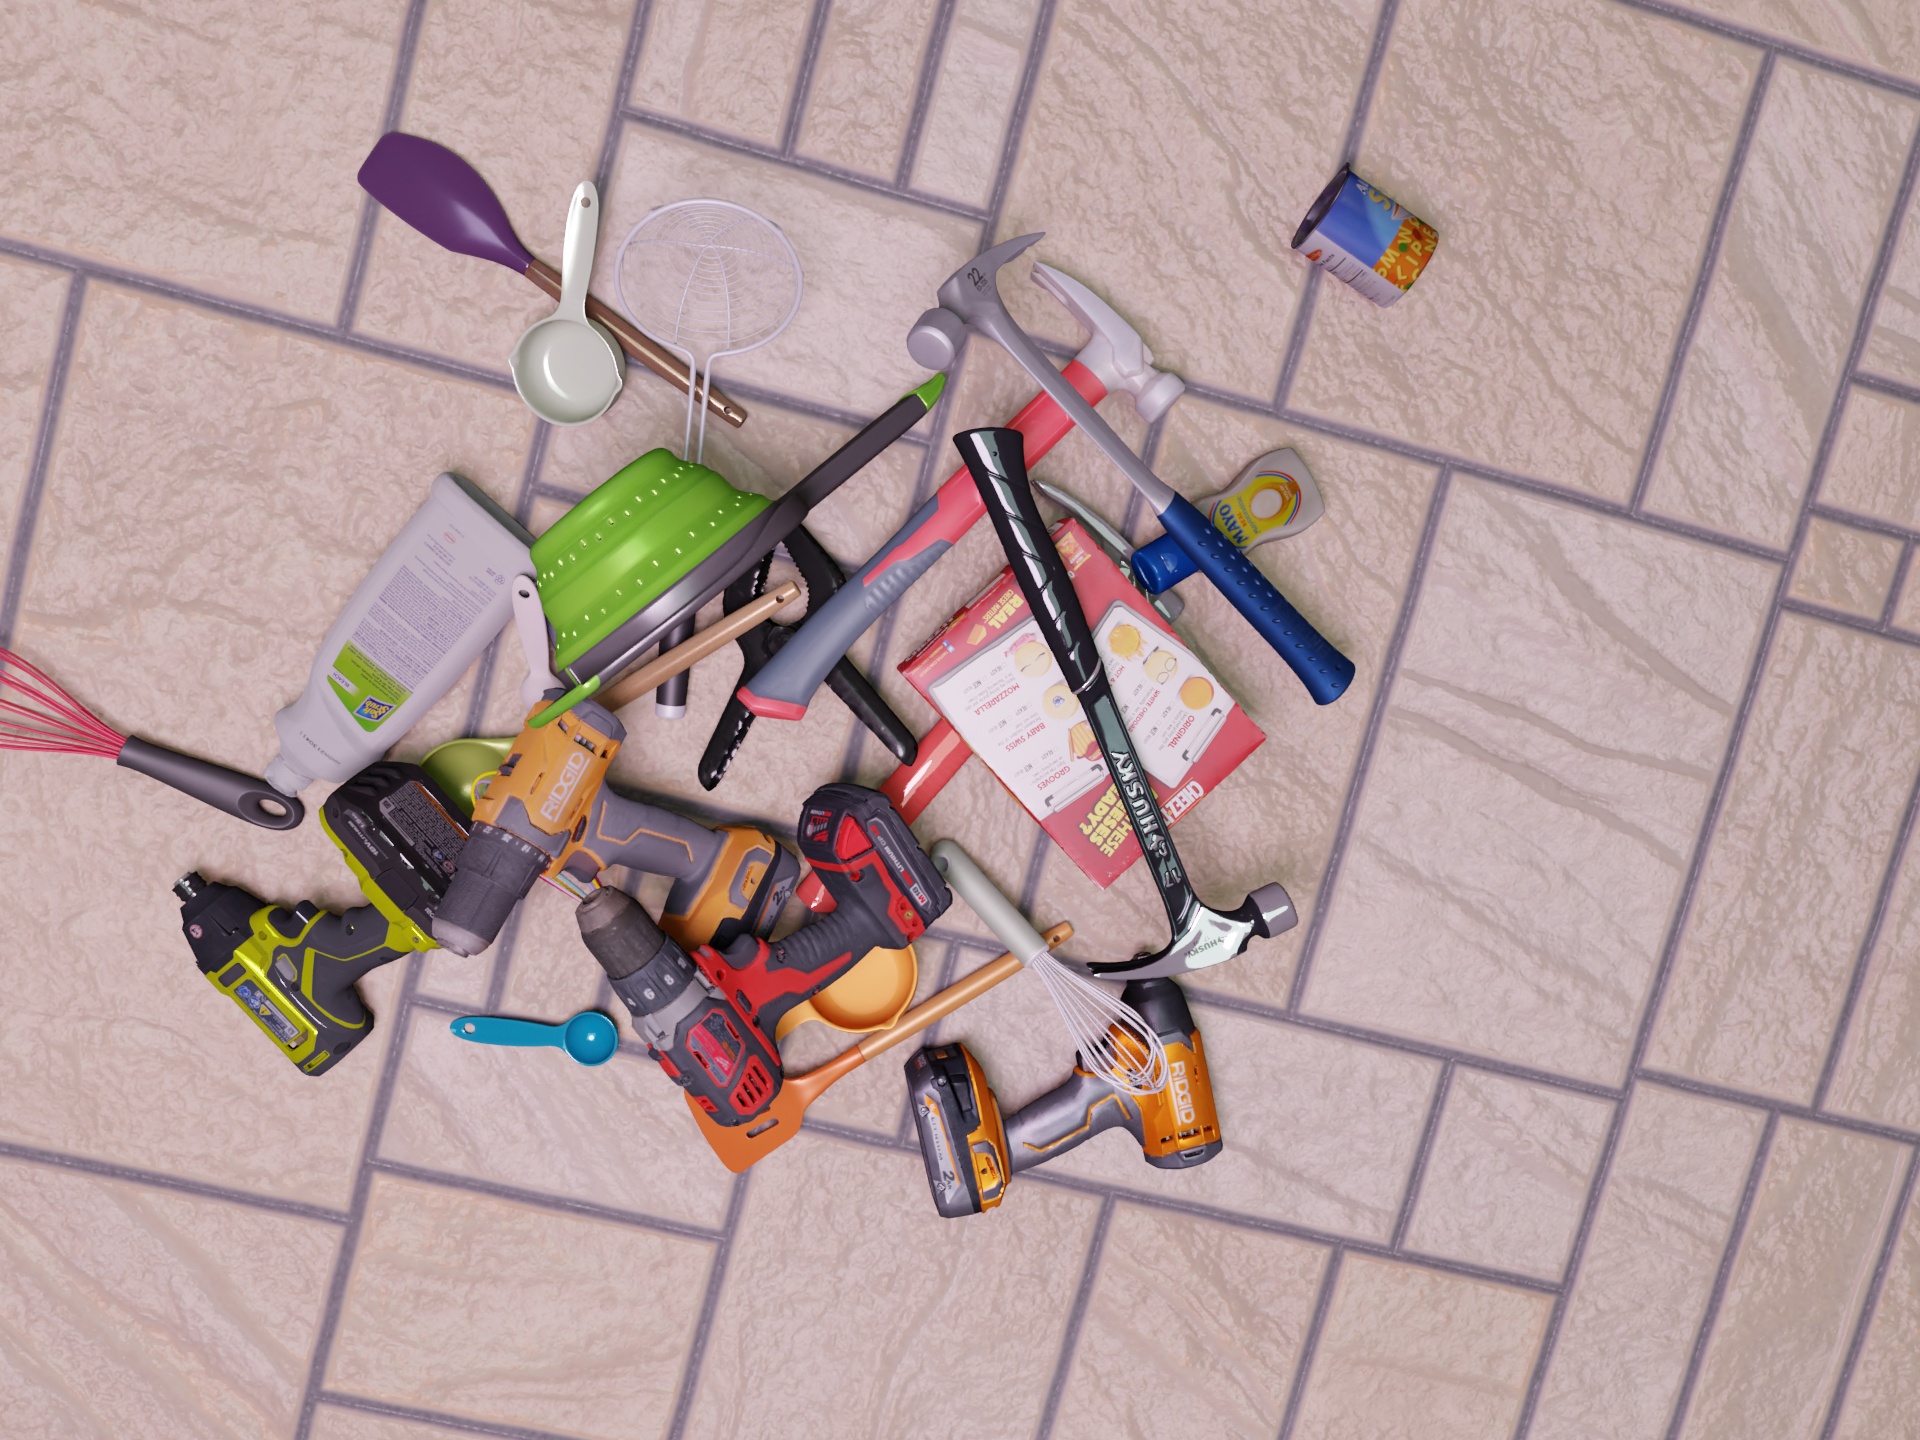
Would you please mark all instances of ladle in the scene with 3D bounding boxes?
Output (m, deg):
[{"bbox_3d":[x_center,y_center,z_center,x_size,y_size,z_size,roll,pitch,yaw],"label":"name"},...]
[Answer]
[{"bbox_3d":[-0.251,-0.010,1.128,0.320,0.062,0.078,-30,106,8],"label":"ladle"}]

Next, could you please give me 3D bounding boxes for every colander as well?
[{"bbox_3d":[-0.154,-0.154,1.050,0.094,0.204,0.397,52,56,-11],"label":"colander"}]

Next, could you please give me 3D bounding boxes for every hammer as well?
[{"bbox_3d":[-0.023,-0.154,1.133,0.143,0.038,0.386,45,84,3],"label":"hammer"},{"bbox_3d":[-0.002,-0.004,1.187,0.149,0.037,0.359,41,91,-8],"label":"hammer"},{"bbox_3d":[0.137,-0.162,1.096,0.405,0.035,0.144,43,53,-19],"label":"hammer"},{"bbox_3d":[0.089,-0.010,1.088,0.149,0.036,0.409,-24,98,-3],"label":"hammer"}]

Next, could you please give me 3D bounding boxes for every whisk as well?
[{"bbox_3d":[-0.610,0.014,1.123,0.295,0.073,0.073,24,94,-14],"label":"whisk"},{"bbox_3d":[0.062,0.179,1.171,0.246,0.059,0.057,47,127,17],"label":"whisk"},{"bbox_3d":[-0.262,0.125,1.143,0.047,0.051,0.244,-39,117,-4],"label":"whisk"}]

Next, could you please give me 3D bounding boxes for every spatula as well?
[{"bbox_3d":[-0.284,-0.309,1.134,0.316,0.018,0.060,36,92,-8],"label":"spatula"},{"bbox_3d":[-0.056,0.239,1.217,0.322,0.041,0.081,-30,97,-6],"label":"spatula"}]

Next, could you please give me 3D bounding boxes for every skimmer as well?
[{"bbox_3d":[-0.187,-0.173,1.108,0.127,0.090,0.363,4,102,-14],"label":"skimmer"}]

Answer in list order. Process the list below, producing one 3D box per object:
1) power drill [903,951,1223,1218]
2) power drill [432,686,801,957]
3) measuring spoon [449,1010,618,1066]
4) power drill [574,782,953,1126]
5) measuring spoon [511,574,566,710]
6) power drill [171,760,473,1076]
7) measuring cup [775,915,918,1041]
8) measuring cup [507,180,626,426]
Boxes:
[{"bbox_3d":[0.077,0.274,1.206,0.226,0.084,0.164,-12,95,-8],"label":"power drill"},{"bbox_3d":[-0.237,0.110,1.091,0.226,0.084,0.185,39,66,-34],"label":"power drill"},{"bbox_3d":[-0.319,0.233,1.196,0.128,0.021,0.042,4,97,3],"label":"measuring spoon"},{"bbox_3d":[-0.134,0.136,1.077,0.227,0.080,0.187,-43,113,-25],"label":"power drill"},{"bbox_3d":[-0.304,-0.050,1.128,0.034,0.018,0.124,4,132,1],"label":"measuring spoon"},{"bbox_3d":[-0.439,0.133,1.112,0.223,0.080,0.171,-36,100,23],"label":"power drill"},{"bbox_3d":[-0.110,0.212,1.180,0.173,0.052,0.095,-33,77,-5],"label":"measuring cup"},{"bbox_3d":[-0.265,-0.290,1.110,0.083,0.038,0.167,13,109,2],"label":"measuring cup"}]
